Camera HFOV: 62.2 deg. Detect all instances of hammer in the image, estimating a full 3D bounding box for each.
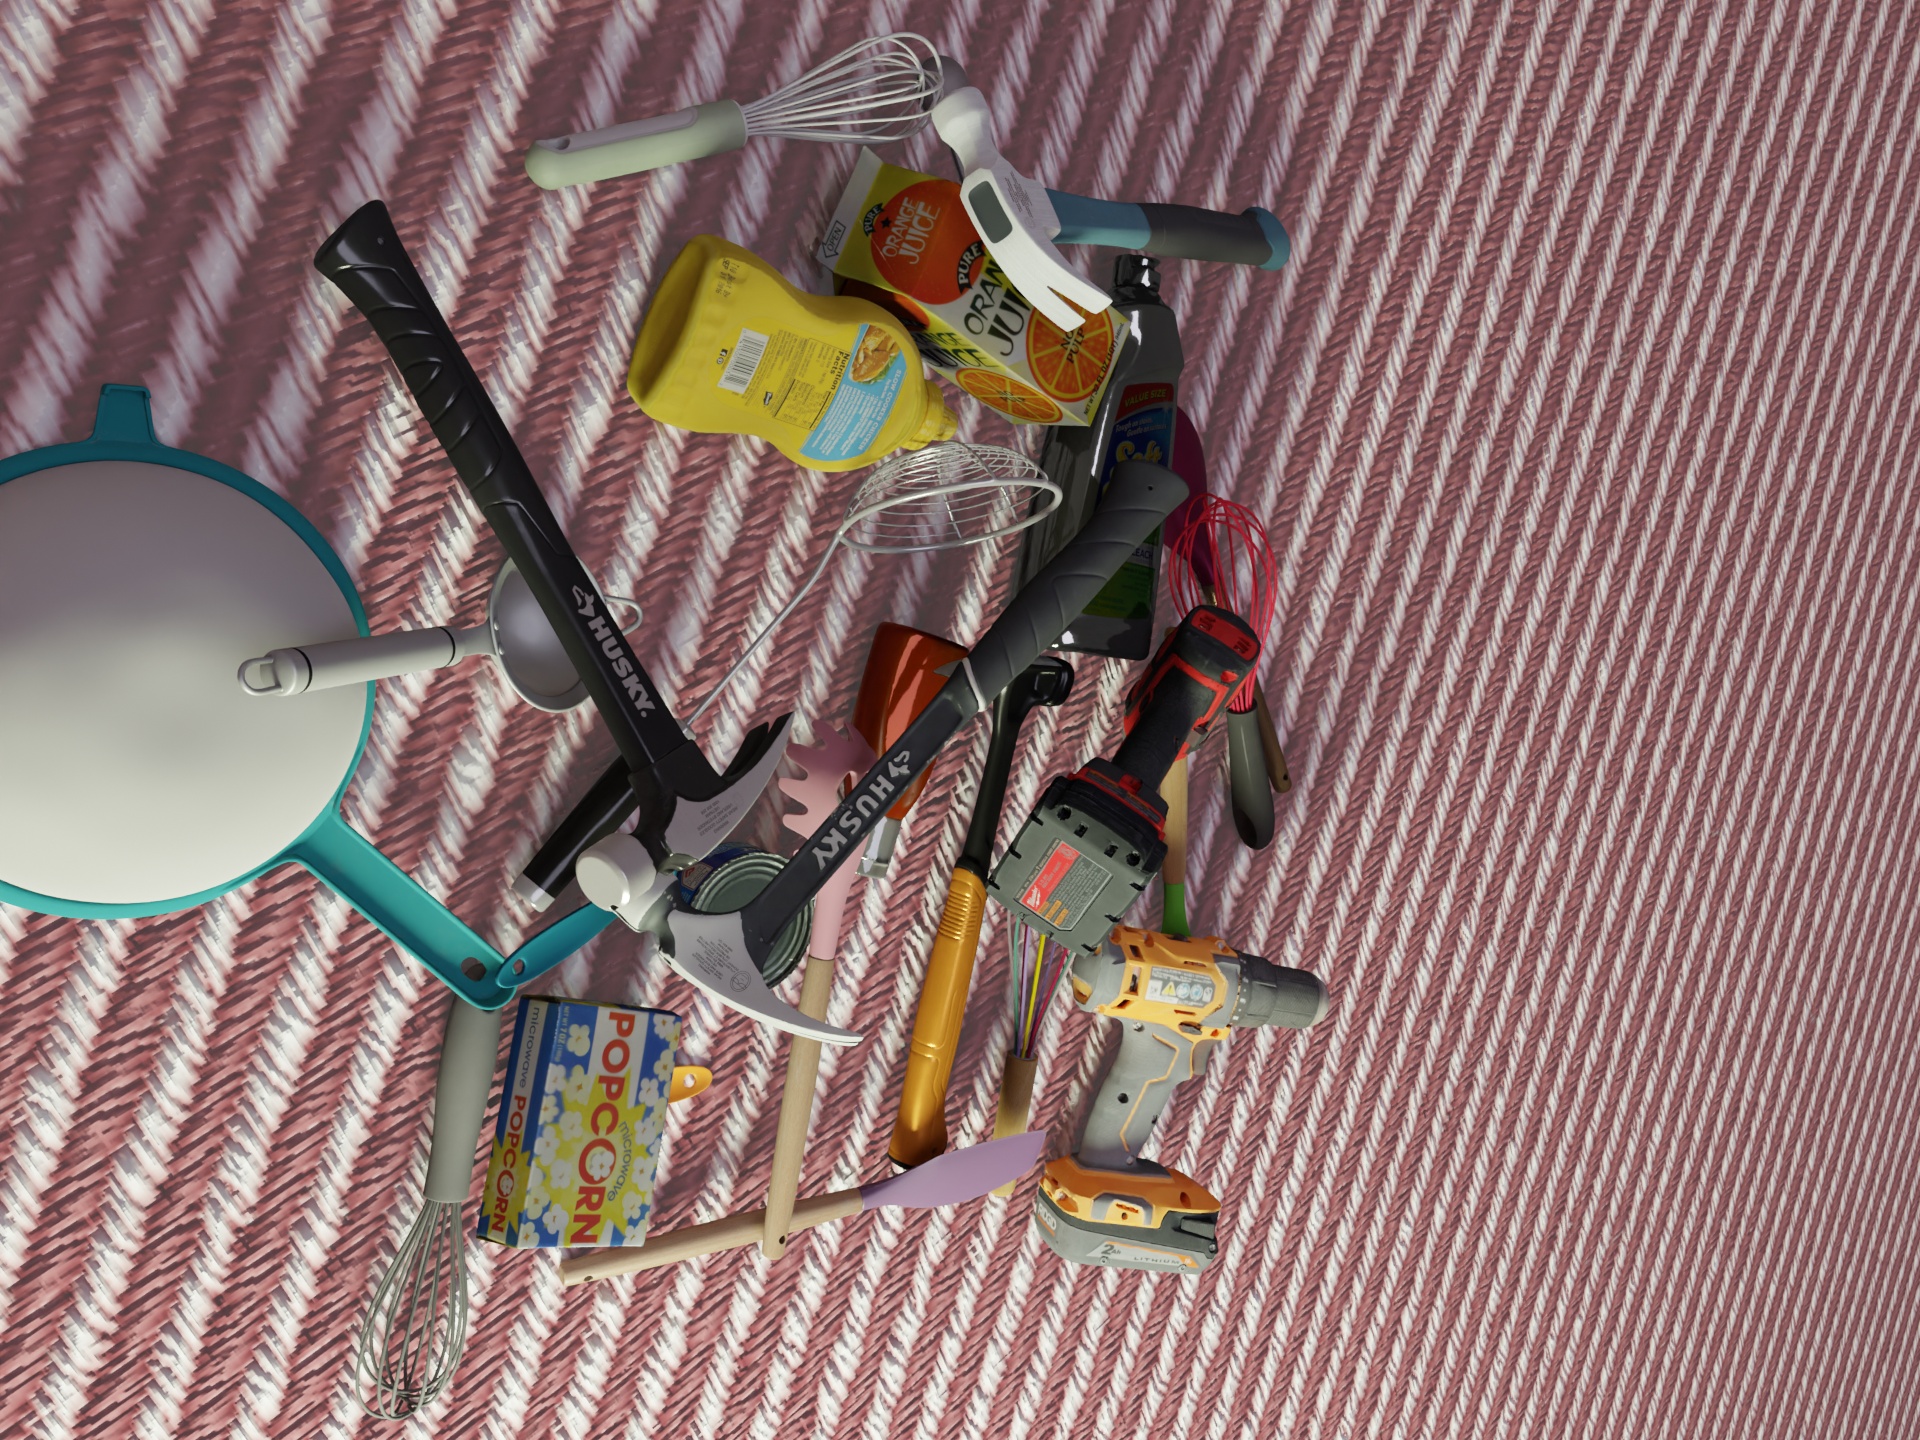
[{"bbox_3d":[0.112,-0.299,0.959,0.331,0.033,0.128,-16,83,-51],"label":"hammer"},{"bbox_3d":[-0.197,-0.087,0.748,0.146,0.035,0.334,-39,103,-50],"label":"hammer"},{"bbox_3d":[-0.001,-0.003,0.876,0.149,0.036,0.409,41,69,3],"label":"hammer"},{"bbox_3d":[-0.001,0.123,0.989,0.127,0.034,0.337,-4,108,-60],"label":"hammer"}]

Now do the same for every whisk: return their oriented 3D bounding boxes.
[{"bbox_3d":[0.193,-0.027,1.110,0.073,0.073,0.295,-34,128,-28],"label":"whisk"},{"bbox_3d":[-0.110,-0.312,0.826,0.246,0.058,0.059,-24,139,-28],"label":"whisk"},{"bbox_3d":[0.047,0.202,1.065,0.051,0.047,0.245,4,102,-26],"label":"whisk"},{"bbox_3d":[-0.269,0.243,0.821,0.055,0.055,0.239,11,88,-39],"label":"whisk"}]

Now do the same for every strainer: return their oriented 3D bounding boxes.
[{"bbox_3d":[-0.236,-0.036,0.734,0.258,0.050,0.087,-23,106,-68],"label":"strainer"},{"bbox_3d":[-0.306,0.031,0.699,0.211,0.095,0.340,-51,121,-19],"label":"strainer"}]

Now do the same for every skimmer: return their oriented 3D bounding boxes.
[{"bbox_3d":[-0.090,-0.021,0.872,0.090,0.127,0.363,41,77,-1],"label":"skimmer"}]

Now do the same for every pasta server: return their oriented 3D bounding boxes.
[{"bbox_3d":[-0.088,0.158,0.912,0.060,0.040,0.316,2,102,-40],"label":"pasta server"}]

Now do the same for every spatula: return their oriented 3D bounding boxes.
[{"bbox_3d":[-0.086,0.298,0.965,0.315,0.018,0.059,-5,129,-29],"label":"spatula"}]

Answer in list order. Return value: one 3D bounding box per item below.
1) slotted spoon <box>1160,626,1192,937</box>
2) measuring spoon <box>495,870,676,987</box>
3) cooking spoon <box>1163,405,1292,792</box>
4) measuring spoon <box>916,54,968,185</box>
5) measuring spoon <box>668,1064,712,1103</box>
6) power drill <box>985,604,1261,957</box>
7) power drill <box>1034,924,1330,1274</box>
[{"bbox_3d":[0.154,0.089,1.132,0.070,0.031,0.313,-6,102,-22],"label":"slotted spoon"},{"bbox_3d":[-0.201,0.103,0.839,0.128,0.021,0.042,-36,124,-47],"label":"measuring spoon"},{"bbox_3d":[0.186,-0.077,1.127,0.069,0.017,0.318,-38,120,-25],"label":"cooking spoon"},{"bbox_3d":[0.010,-0.329,0.933,0.034,0.018,0.124,-41,122,-25],"label":"measuring spoon"},{"bbox_3d":[-0.191,0.210,0.896,0.116,0.011,0.021,-2,91,-42],"label":"measuring spoon"},{"bbox_3d":[0.107,0.035,0.997,0.078,0.143,0.220,34,49,4],"label":"power drill"},{"bbox_3d":[0.155,0.261,1.107,0.185,0.084,0.226,11,91,-16],"label":"power drill"}]
